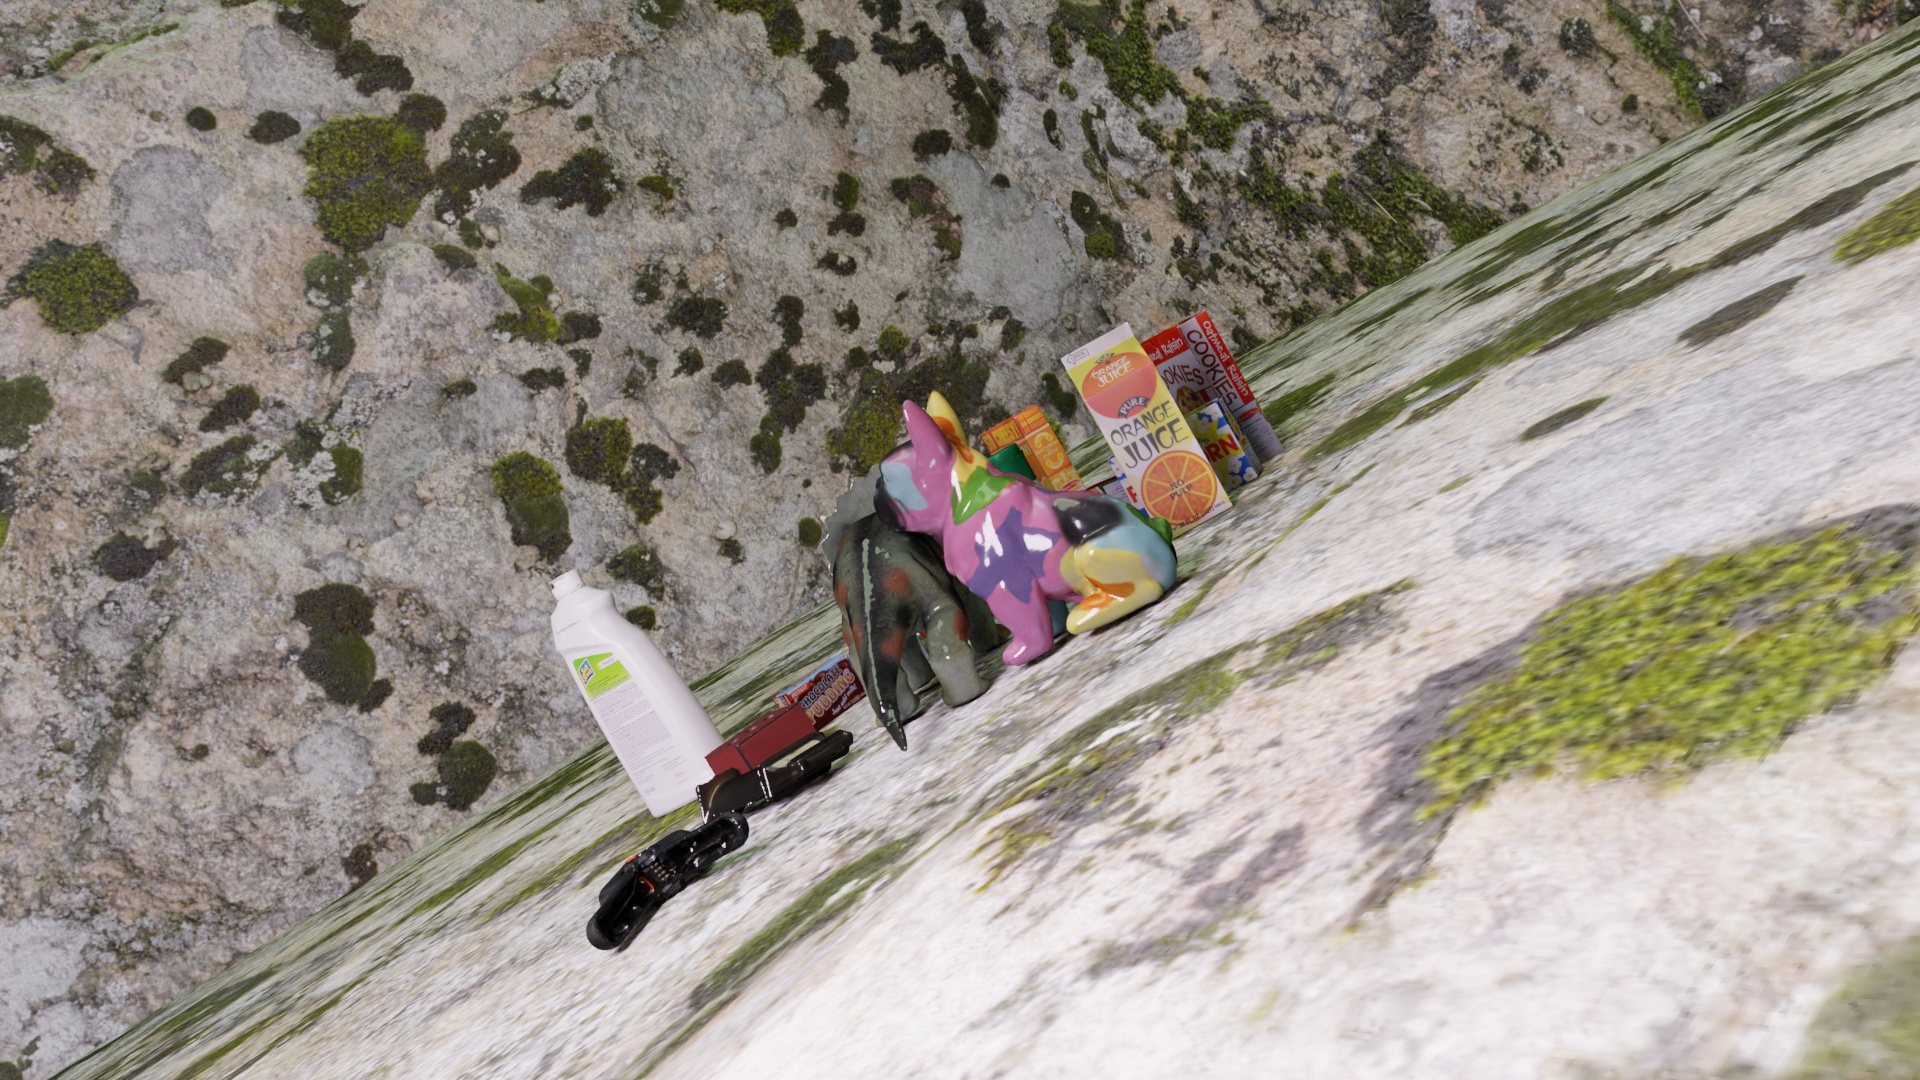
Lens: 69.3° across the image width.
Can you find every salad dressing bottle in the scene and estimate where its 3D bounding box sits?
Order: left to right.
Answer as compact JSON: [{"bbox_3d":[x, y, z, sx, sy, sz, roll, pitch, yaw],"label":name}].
[{"bbox_3d":[0.071,-0.016,1.245,0.044,0.147,0.064,-31,3,-19],"label":"salad dressing bottle"}]

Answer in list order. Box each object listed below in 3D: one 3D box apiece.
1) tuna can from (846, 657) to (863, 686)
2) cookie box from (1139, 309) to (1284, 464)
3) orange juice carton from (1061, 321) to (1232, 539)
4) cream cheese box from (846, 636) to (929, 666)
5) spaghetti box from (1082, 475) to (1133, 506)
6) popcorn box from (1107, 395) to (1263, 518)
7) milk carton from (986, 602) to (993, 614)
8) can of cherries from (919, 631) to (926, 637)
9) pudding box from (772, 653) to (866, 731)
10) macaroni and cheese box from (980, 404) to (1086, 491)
[{"bbox_3d":[-0.132,0.151,1.457,0.071,0.033,0.071,-30,4,2],"label":"tuna can"},{"bbox_3d":[0.258,-0.151,1.464,0.040,0.167,0.123,-31,3,-15],"label":"cookie box"},{"bbox_3d":[0.170,-0.101,1.275,0.072,0.192,0.073,-30,3,7],"label":"orange juice carton"},{"bbox_3d":[-0.068,0.112,1.328,0.024,0.053,0.104,-28,4,24],"label":"cream cheese box"},{"bbox_3d":[0.210,-0.060,1.527,0.029,0.050,0.249,-32,4,-27],"label":"spaghetti box"},{"bbox_3d":[0.221,-0.075,1.369,0.126,0.085,0.038,-28,4,24],"label":"popcorn box"},{"bbox_3d":[0.005,-0.018,1.450,0.074,0.190,0.072,-32,4,-27],"label":"milk carton"},{"bbox_3d":[-0.031,0.070,1.568,0.071,0.058,0.071,-30,3,2],"label":"can of cherries"},{"bbox_3d":[-0.136,0.151,1.350,0.030,0.049,0.084,-26,5,46],"label":"pudding box"},{"bbox_3d":[0.100,-0.077,1.707,0.040,0.166,0.123,-31,4,-20],"label":"macaroni and cheese box"}]
